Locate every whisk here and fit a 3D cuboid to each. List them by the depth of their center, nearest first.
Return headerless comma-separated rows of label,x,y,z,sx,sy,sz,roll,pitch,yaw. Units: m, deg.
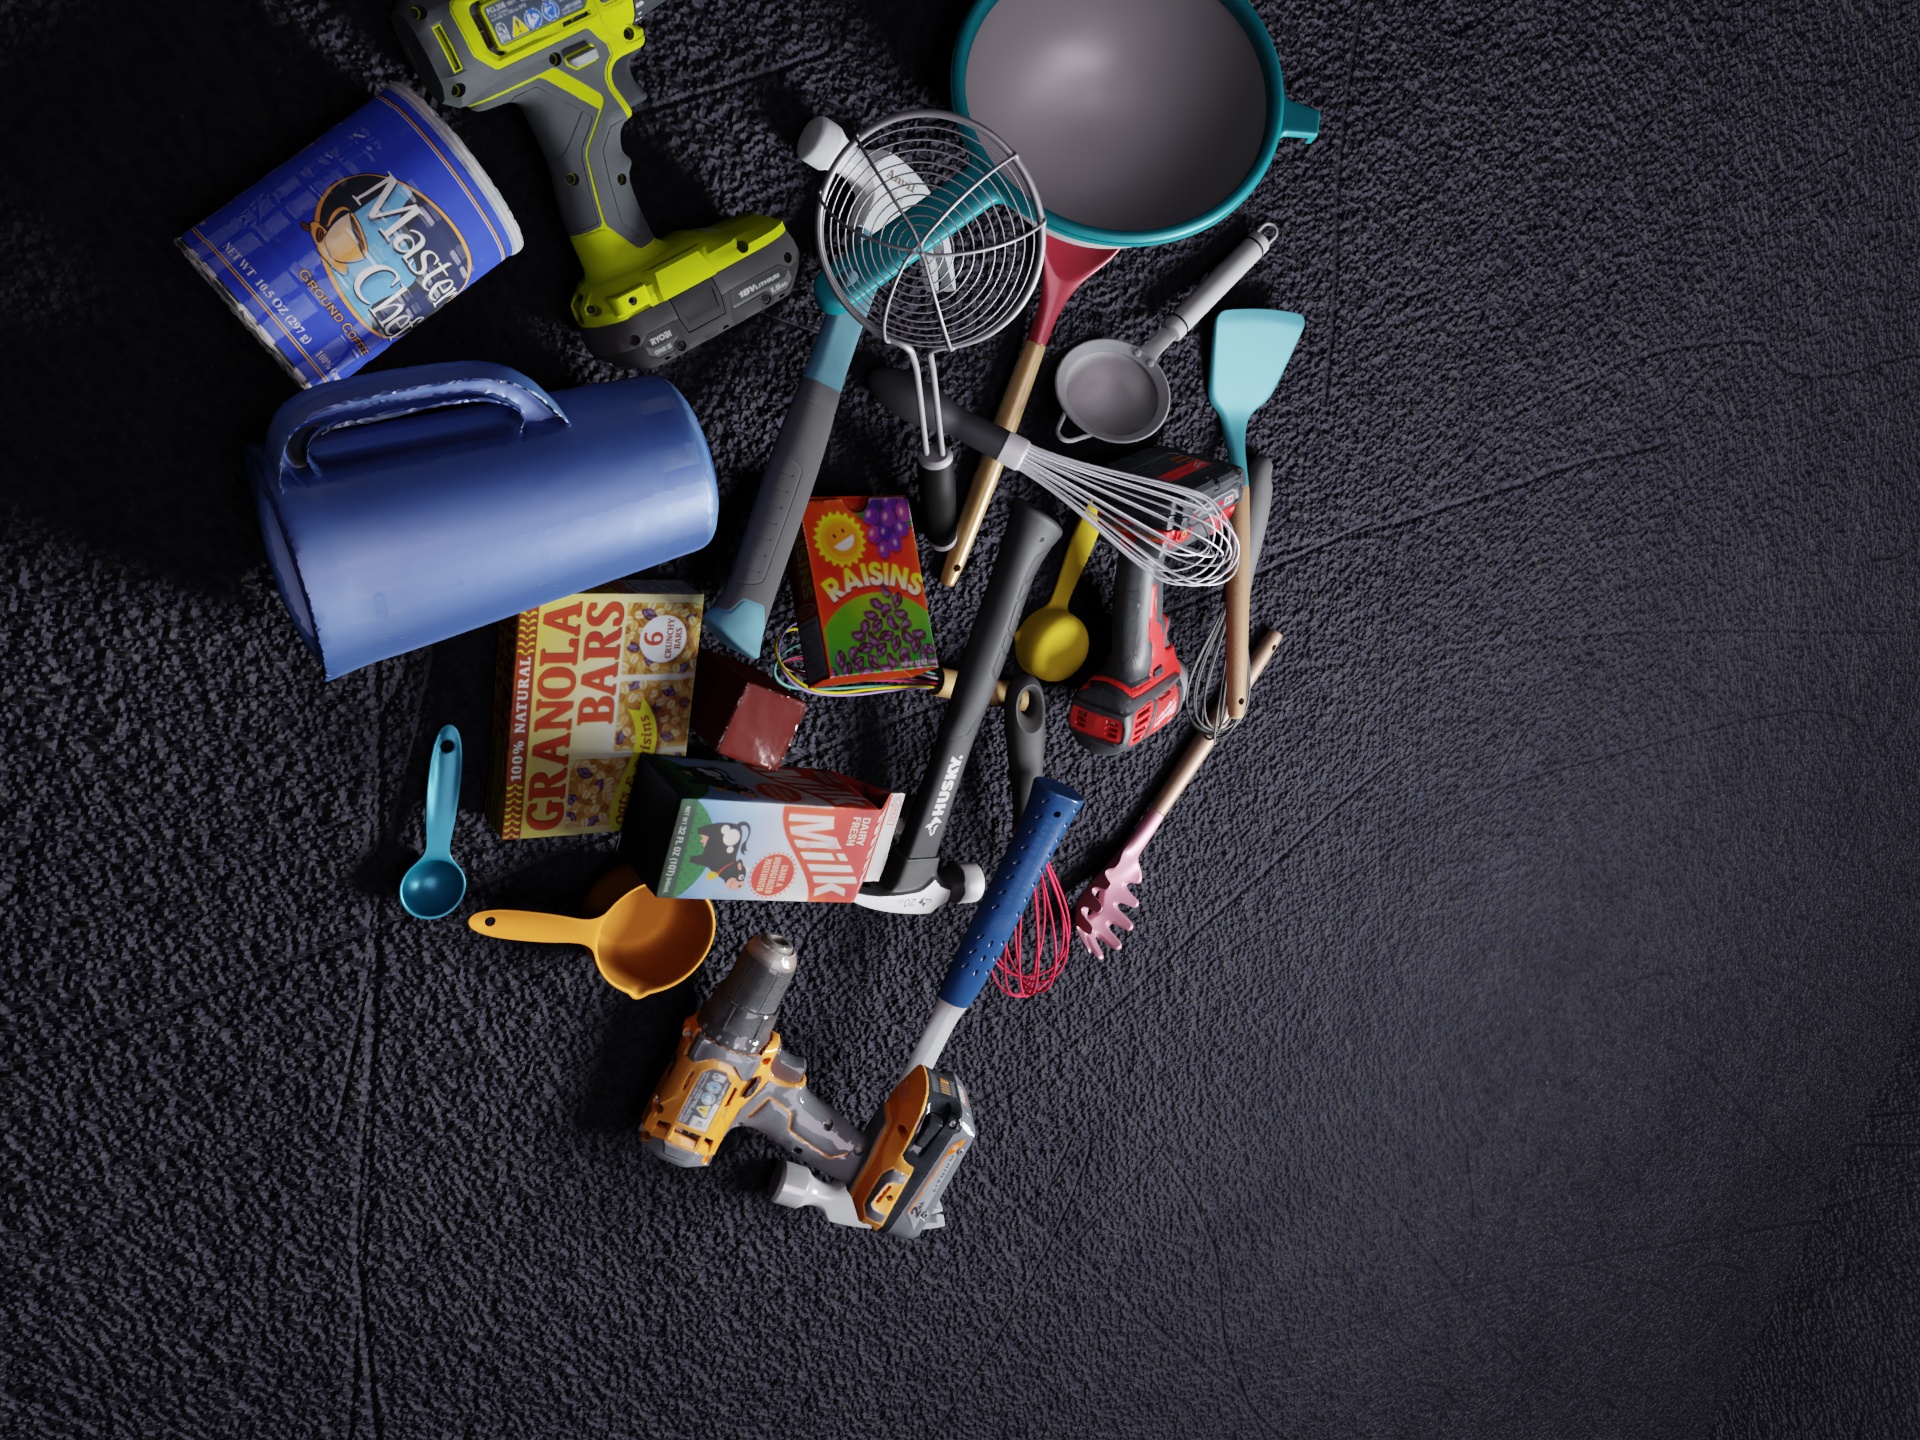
whisk,0.064,-0.168,1.085,0.284,0.070,0.070,26,96,-5
whisk,-0.035,-0.028,1.162,0.244,0.047,0.051,9,115,-40
whisk,0.052,0.098,1.255,0.073,0.073,0.295,-17,120,-27
whisk,0.225,-0.097,1.299,0.055,0.055,0.239,2,102,-34

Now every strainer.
strainer,0.045,-0.349,1.021,0.340,0.095,0.211,-38,85,-9
strainer,0.154,-0.283,1.175,0.087,0.050,0.258,42,76,5

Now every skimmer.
skimmer,-0.013,-0.218,0.985,0.363,0.127,0.090,84,14,-71

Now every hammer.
hammer,-0.095,-0.202,1.017,0.128,0.033,0.331,20,88,-37
hammer,-0.002,-0.004,1.152,0.146,0.035,0.334,0,119,-37
hammer,-0.005,0.230,1.244,0.144,0.035,0.405,22,105,-17

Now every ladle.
ladle,0.046,-0.243,1.130,0.069,0.031,0.315,15,104,-28

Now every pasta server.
pasta server,0.188,0.059,1.351,0.316,0.040,0.060,-56,141,-1

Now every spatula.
spatula,0.223,-0.158,1.248,0.082,0.044,0.317,-4,98,-26

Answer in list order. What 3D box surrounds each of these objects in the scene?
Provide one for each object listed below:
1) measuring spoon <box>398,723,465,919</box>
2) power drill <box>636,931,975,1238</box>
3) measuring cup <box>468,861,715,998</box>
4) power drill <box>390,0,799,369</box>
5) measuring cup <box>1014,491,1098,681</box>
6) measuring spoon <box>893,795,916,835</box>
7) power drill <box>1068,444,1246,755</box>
measuring spoon,-0.337,0.064,1.022,0.042,0.021,0.128,4,99,-34
power drill,-0.103,0.270,1.183,0.226,0.084,0.185,25,102,-13
measuring cup,-0.255,0.133,1.082,0.173,0.052,0.095,11,104,-34
power drill,-0.183,-0.337,0.906,0.190,0.080,0.228,-33,122,-16
measuring cup,0.089,-0.102,1.217,0.062,0.029,0.156,9,108,-36
measuring spoon,-0.067,0.094,1.208,0.124,0.018,0.034,-25,122,-25
power drill,0.149,-0.091,1.223,0.143,0.079,0.219,-29,133,-50
